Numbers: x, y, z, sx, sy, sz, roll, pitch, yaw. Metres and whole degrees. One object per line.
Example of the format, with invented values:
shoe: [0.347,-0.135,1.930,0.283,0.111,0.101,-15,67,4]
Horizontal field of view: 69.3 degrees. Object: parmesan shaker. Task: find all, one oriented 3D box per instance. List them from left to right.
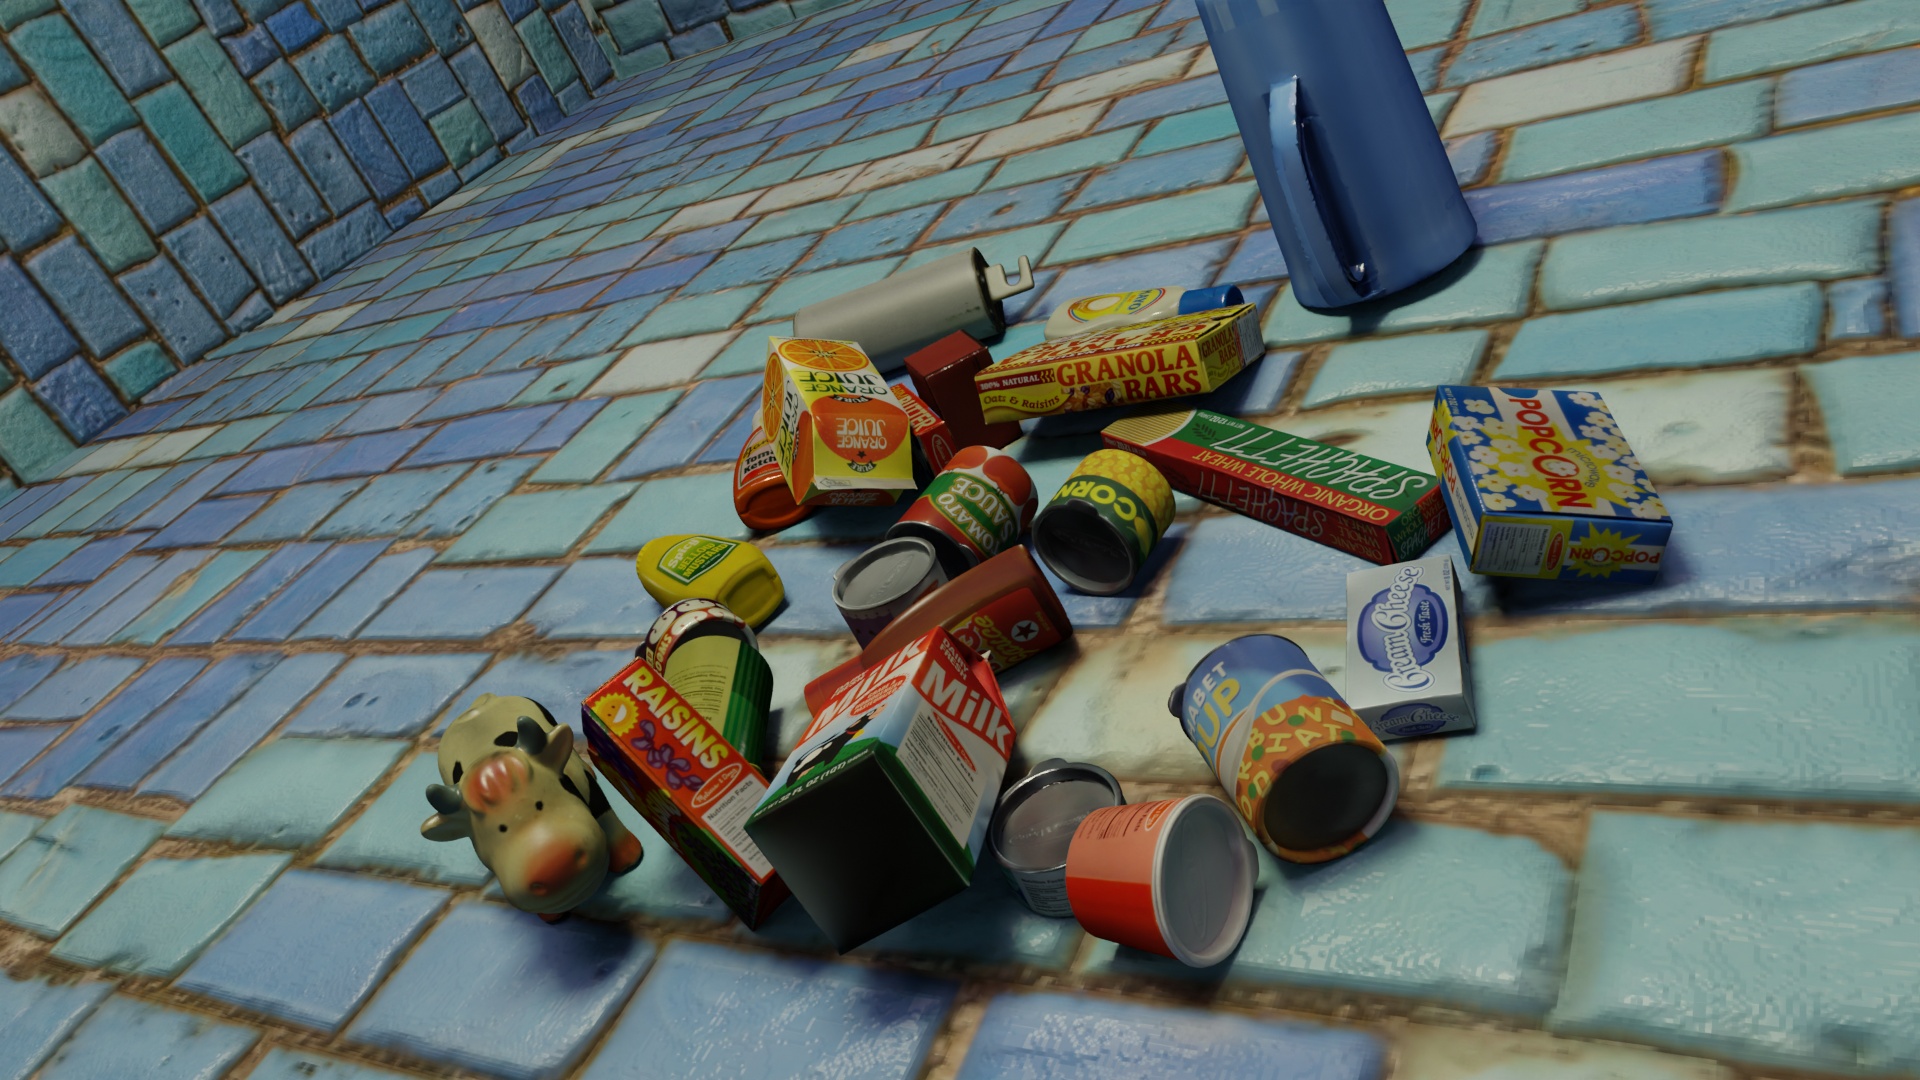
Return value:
parmesan shaker: [-0.140,0.109,0.788,0.071,0.071,0.103,-20,29,10]

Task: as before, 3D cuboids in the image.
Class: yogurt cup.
yogurt cup: [0.080,0.139,0.574,0.054,0.072,0.073,-9,32,43]

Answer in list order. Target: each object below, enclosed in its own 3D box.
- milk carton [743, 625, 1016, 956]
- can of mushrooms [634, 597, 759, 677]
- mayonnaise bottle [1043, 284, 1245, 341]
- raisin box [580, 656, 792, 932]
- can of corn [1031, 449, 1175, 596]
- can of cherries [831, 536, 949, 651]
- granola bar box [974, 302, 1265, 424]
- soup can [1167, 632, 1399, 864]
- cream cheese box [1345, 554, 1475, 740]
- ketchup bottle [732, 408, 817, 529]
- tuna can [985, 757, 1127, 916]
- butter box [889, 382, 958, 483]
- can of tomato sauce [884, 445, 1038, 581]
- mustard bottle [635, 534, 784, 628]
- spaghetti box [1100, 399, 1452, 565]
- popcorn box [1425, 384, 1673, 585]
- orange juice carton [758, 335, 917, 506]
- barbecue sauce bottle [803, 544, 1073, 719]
milk carton: [-0.028,0.104,0.662,0.072,0.073,0.191,-32,9,18]
can of mushrooms: [-0.162,0.072,0.860,0.071,0.070,0.033,-37,33,-19]
mayonnaise bottle: [0.138,-0.165,1.039,0.148,0.041,0.065,-2,35,37]
raisin box: [-0.128,0.124,0.674,0.123,0.085,0.040,42,63,13]
can of corn: [0.084,-0.013,0.807,0.071,0.071,0.058,1,38,39]
can of cherries: [-0.036,0.040,0.826,0.071,0.058,0.072,-19,31,12]
granola bar box: [0.111,-0.123,0.958,0.165,0.039,0.125,-6,16,31]
soup can: [0.138,0.089,0.603,0.071,0.071,0.084,-26,29,-1]
cream cheese box: [0.210,0.050,0.656,0.053,0.024,0.104,-13,31,24]
ketchup bottle: [-0.145,-0.062,1.088,0.065,0.043,0.149,-17,29,1]
tuna can: [0.048,0.135,0.635,0.071,0.032,0.071,-19,30,11]
butter box: [-0.029,-0.075,1.011,0.024,0.053,0.104,-28,29,-8]
can of tomato sauce: [0.003,-0.011,0.868,0.071,0.071,0.083,0,37,38]
mustard bottle: [-0.189,0.025,0.976,0.065,0.048,0.160,-41,33,-28]
spaghetti box: [0.178,-0.041,0.823,0.050,0.028,0.250,-35,31,-18]
popcorn box: [0.286,-0.030,0.686,0.085,0.038,0.127,3,34,5]
orange juice carton: [-0.090,-0.080,1.004,0.072,0.072,0.193,1,28,-21]
barbecue sauce bottle: [-0.015,0.062,0.774,0.148,0.064,0.044,-29,40,5]
